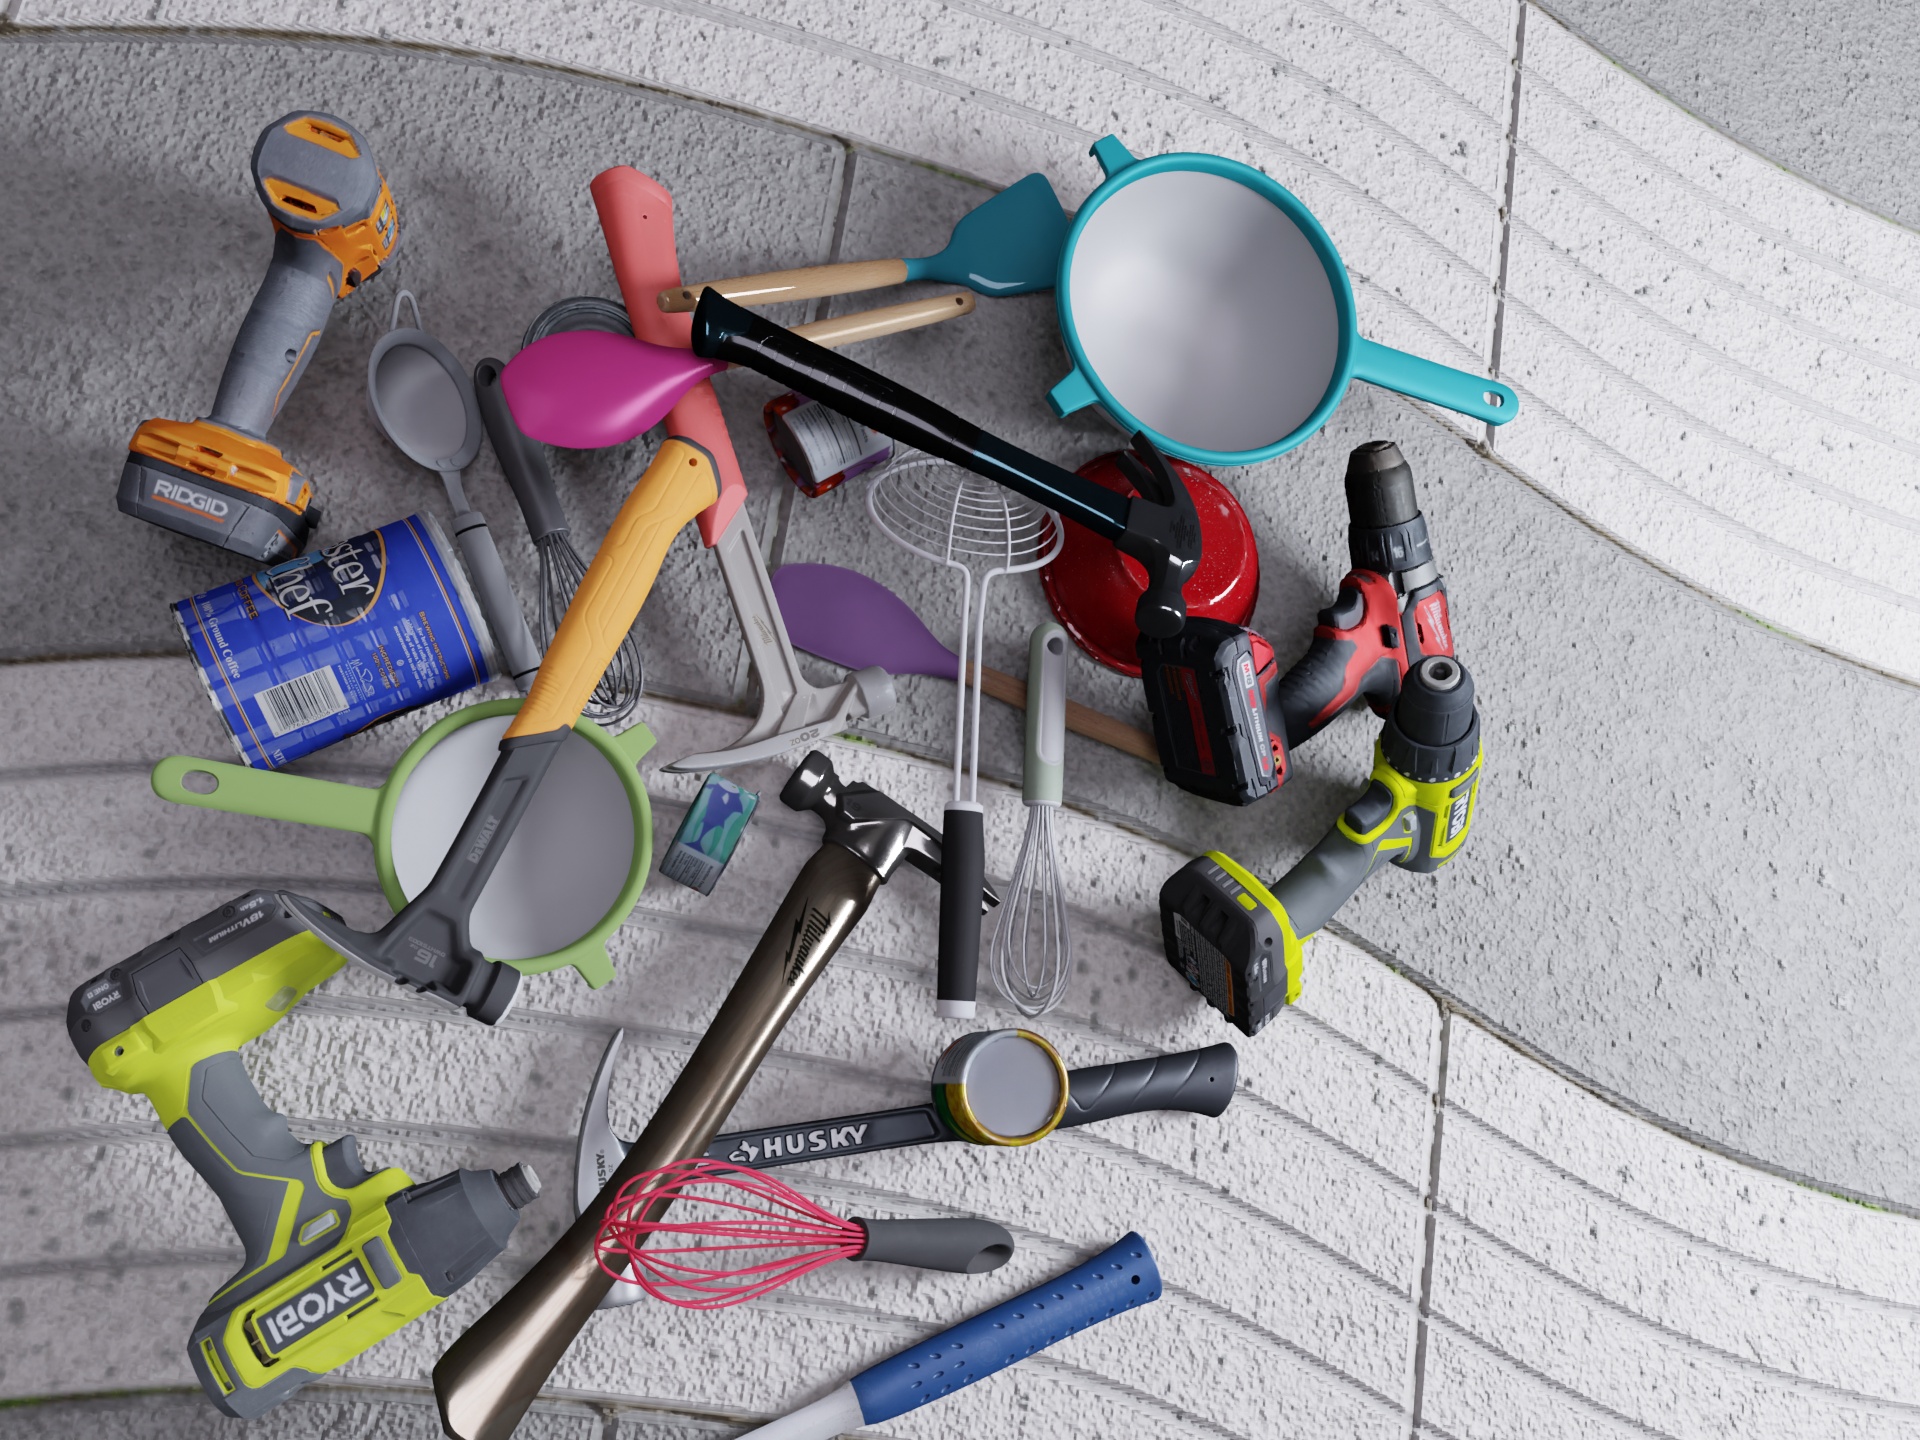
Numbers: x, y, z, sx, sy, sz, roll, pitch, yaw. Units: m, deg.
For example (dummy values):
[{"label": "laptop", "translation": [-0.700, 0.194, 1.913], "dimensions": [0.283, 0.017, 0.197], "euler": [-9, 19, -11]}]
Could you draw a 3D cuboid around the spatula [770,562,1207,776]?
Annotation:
[{"label": "spatula", "translation": [0.024, -0.025, 1.016], "dimensions": [0.315, 0.018, 0.060], "euler": [23, 78, -10]}]

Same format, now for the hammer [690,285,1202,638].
[{"label": "hammer", "translation": [-0.005, -0.165, 0.937], "dimensions": [0.331, 0.033, 0.128], "euler": [24, 53, -11]}]

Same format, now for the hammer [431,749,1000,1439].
[{"label": "hammer", "translation": [-0.132, 0.209, 0.871], "dimensions": [0.146, 0.038, 0.411], "euler": [35, 62, -2]}]

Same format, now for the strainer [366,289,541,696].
[{"label": "strainer", "translation": [-0.293, -0.121, 0.931], "dimensions": [0.087, 0.050, 0.258], "euler": [-24, 92, -63]}]

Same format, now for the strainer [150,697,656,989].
[{"label": "strainer", "translation": [-0.299, 0.055, 0.862], "dimensions": [0.256, 0.069, 0.151], "euler": [13, 78, -27]}]

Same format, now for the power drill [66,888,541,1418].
[{"label": "power drill", "translation": [-0.332, 0.206, 0.804], "dimensions": [0.171, 0.080, 0.223], "euler": [-31, 78, -12]}]

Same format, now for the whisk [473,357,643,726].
[{"label": "whisk", "translation": [-0.245, -0.108, 0.942], "dimensions": [0.055, 0.055, 0.239], "euler": [-18, 80, -19]}]

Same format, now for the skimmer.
[{"label": "skimmer", "translation": [-0.002, -0.003, 0.967], "dimensions": [0.127, 0.090, 0.363], "euler": [5, 78, -13]}]

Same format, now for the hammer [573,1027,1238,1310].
[{"label": "hammer", "translation": [-0.022, 0.234, 0.942], "dimensions": [0.409, 0.036, 0.149], "euler": [-5, 79, -18]}]

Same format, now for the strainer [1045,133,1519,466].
[{"label": "strainer", "translation": [0.209, -0.246, 1.078], "dimensions": [0.340, 0.095, 0.211], "euler": [13, 78, -15]}]

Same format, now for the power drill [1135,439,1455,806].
[{"label": "power drill", "translation": [0.224, -0.062, 1.016], "dimensions": [0.226, 0.080, 0.187], "euler": [-25, 111, -28]}]

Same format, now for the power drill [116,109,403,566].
[{"label": "power drill", "translation": [-0.372, -0.202, 0.876], "dimensions": [0.084, 0.164, 0.226], "euler": [20, 86, -12]}]

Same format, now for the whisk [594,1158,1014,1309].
[{"label": "whisk", "translation": [-0.071, 0.276, 0.849], "dimensions": [0.295, 0.073, 0.073], "euler": [22, 71, -44]}]

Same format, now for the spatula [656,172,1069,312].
[{"label": "spatula", "translation": [-0.052, -0.289, 1.008], "dimensions": [0.317, 0.044, 0.082], "euler": [-22, 89, -39]}]

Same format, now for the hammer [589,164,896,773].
[{"label": "hammer", "translation": [-0.159, -0.152, 0.946], "dimensions": [0.149, 0.037, 0.359], "euler": [-18, 90, -27]}]

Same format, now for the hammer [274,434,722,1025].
[{"label": "hammer", "translation": [-0.224, -0.016, 0.852], "dimensions": [0.127, 0.034, 0.337], "euler": [33, 69, -24]}]

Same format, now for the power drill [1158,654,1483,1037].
[{"label": "power drill", "translation": [0.232, 0.073, 0.976], "dimensions": [0.228, 0.190, 0.080], "euler": [-38, 57, -15]}]

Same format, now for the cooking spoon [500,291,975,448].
[{"label": "cooking spoon", "translation": [-0.120, -0.222, 0.948], "dimensions": [0.319, 0.017, 0.069], "euler": [-22, 90, -32]}]

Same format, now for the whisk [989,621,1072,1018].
[{"label": "whisk", "translation": [0.050, 0.059, 0.982], "dimensions": [0.057, 0.059, 0.246], "euler": [8, 78, -27]}]

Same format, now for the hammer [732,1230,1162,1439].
[{"label": "hammer", "translation": [-0.067, 0.395, 0.895], "dimensions": [0.405, 0.035, 0.144], "euler": [-18, 84, -19]}]
